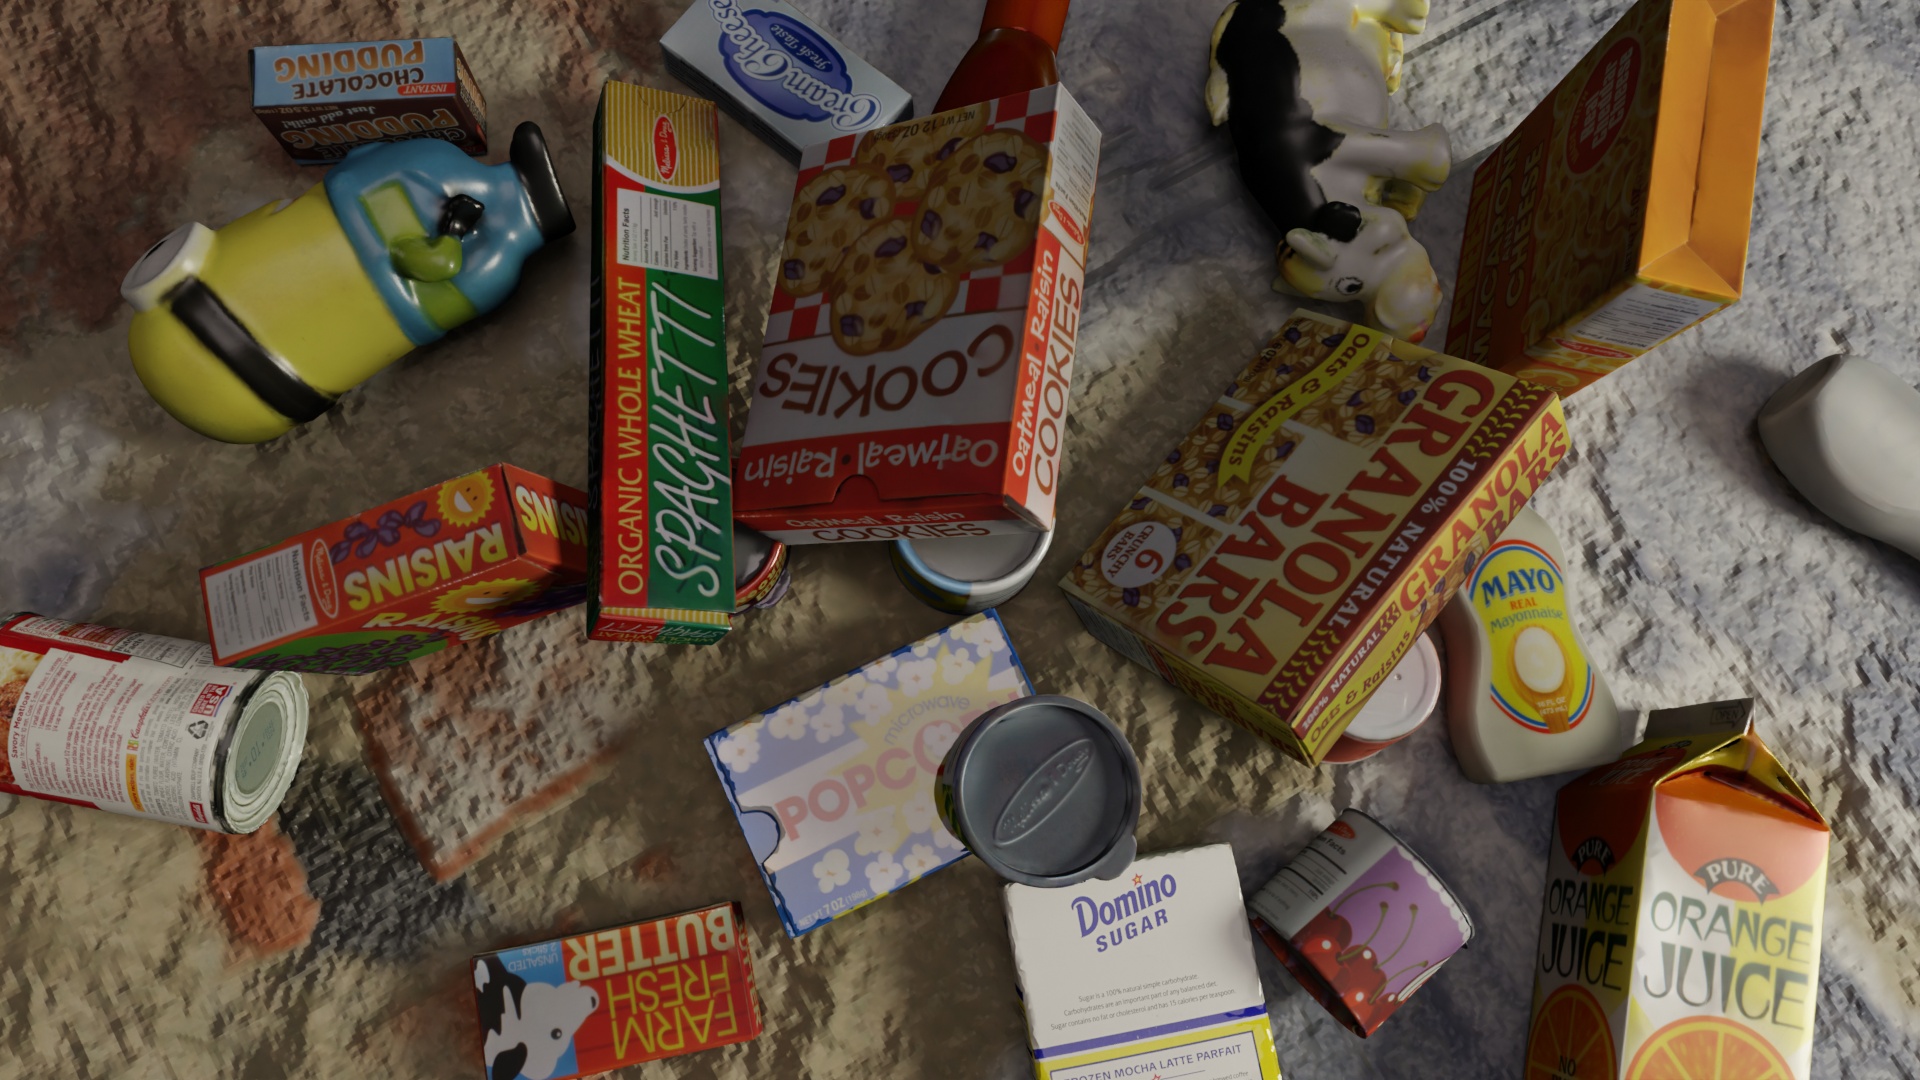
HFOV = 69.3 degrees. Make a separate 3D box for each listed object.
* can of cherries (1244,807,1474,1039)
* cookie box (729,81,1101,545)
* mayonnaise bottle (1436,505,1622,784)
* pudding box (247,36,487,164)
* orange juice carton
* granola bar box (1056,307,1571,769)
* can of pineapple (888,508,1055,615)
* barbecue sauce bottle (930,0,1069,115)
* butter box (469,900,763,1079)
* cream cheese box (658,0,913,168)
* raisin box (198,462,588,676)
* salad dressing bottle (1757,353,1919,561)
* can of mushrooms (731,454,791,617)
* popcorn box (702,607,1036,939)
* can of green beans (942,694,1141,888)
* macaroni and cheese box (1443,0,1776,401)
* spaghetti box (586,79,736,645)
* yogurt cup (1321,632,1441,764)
[{"bbox_3d":[0.155,0.150,0.538,0.058,0.071,0.071,-40,84,-10],"label":"can of cherries"},{"bbox_3d":[-0.017,-0.083,0.532,0.123,0.040,0.168,-3,69,32],"label":"cookie box"},{"bbox_3d":[0.226,0.024,0.581,0.065,0.041,0.148,-10,80,-4],"label":"mayonnaise bottle"},{"bbox_3d":[-0.250,-0.186,0.591,0.084,0.049,0.030,-4,77,-5],"label":"pudding box"},{"bbox_3d":[0.278,0.157,0.542,0.073,0.071,0.193,13,78,-2],"label":"orange juice carton"},{"bbox_3d":[0.137,-0.009,0.549,0.166,0.039,0.124,-48,45,-11],"label":"granola bar box"},{"bbox_3d":[0.002,-0.007,0.565,0.071,0.057,0.071,1,78,-3],"label":"can of pineapple"},{"bbox_3d":[0.016,-0.182,0.610,0.065,0.043,0.149,11,77,8],"label":"barbecue sauce bottle"},{"bbox_3d":[-0.132,0.175,0.536,0.103,0.024,0.053,-10,79,-6],"label":"butter box"},{"bbox_3d":[-0.077,-0.204,0.619,0.104,0.024,0.053,38,80,5],"label":"cream cheese box"},{"bbox_3d":[-0.200,0.014,0.519,0.123,0.086,0.040,-19,78,8],"label":"raisin box"},{"bbox_3d":[0.419,-0.016,0.602,0.148,0.044,0.064,45,77,5],"label":"salad dressing bottle"},{"bbox_3d":[-0.101,-0.001,0.570,0.071,0.033,0.071,1,78,-4],"label":"can of mushrooms"},{"bbox_3d":[-0.026,0.091,0.553,0.127,0.038,0.085,-24,82,-8],"label":"popcorn box"},{"bbox_3d":[0.028,0.091,0.507,0.071,0.057,0.071,1,81,-5],"label":"can of green beans"},{"bbox_3d":[0.248,-0.125,0.550,0.040,0.166,0.124,14,78,-1],"label":"macaroni and cheese box"},{"bbox_3d":[-0.119,-0.076,0.547,0.050,0.028,0.251,6,61,-23],"label":"spaghetti box"},{"bbox_3d":[0.159,0.056,0.564,0.072,0.054,0.072,1,79,-3],"label":"yogurt cup"}]
